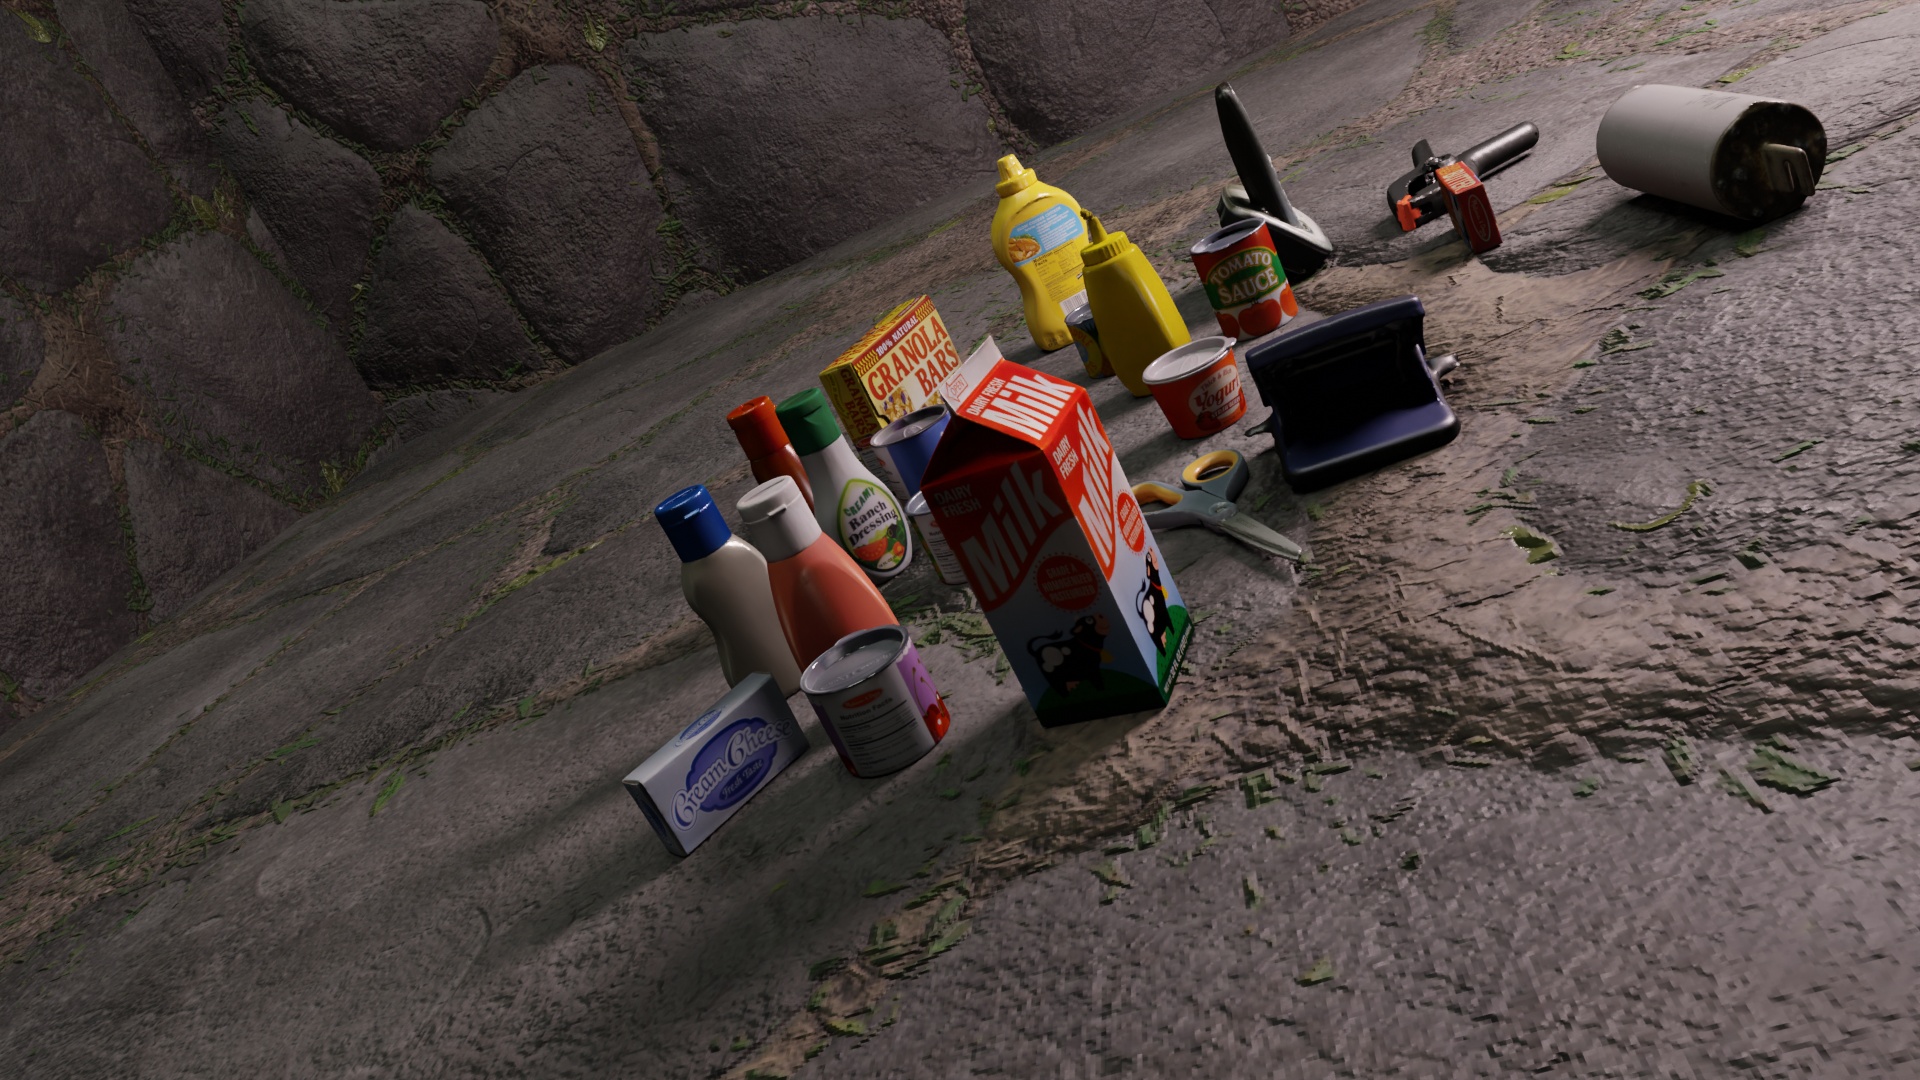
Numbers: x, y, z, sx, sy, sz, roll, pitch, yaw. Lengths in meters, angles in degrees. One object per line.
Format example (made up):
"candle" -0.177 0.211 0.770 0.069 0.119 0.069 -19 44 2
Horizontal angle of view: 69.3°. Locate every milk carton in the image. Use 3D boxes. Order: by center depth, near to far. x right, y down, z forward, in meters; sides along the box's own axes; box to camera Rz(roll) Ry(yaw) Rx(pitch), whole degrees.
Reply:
"milk carton" 0.043 -0.006 0.697 0.073 0.190 0.073 -15 22 30

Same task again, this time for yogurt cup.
"yogurt cup" 0.172 -0.109 1.006 0.072 0.053 0.072 -23 19 9

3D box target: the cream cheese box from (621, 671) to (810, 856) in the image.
"cream cheese box" -0.137 0.126 0.795 0.024 0.053 0.104 -3 30 49

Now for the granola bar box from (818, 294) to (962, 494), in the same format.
"granola bar box" -0.049 -0.132 1.243 0.039 0.124 0.166 -15 22 31

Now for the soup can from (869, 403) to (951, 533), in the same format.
"soup can" -0.019 -0.054 1.065 0.071 0.083 0.071 -24 19 9

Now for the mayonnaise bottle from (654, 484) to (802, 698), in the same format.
"mayonnaise bottle" -0.146 0.035 0.899 0.065 0.147 0.041 -32 19 -16

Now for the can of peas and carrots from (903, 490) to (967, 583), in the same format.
"can of peas and carrots" 0.003 -0.012 0.965 0.071 0.058 0.071 -24 19 9

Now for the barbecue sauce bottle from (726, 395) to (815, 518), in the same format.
"barbecue sauce bottle" -0.128 -0.039 1.066 0.044 0.148 0.065 -31 19 -12

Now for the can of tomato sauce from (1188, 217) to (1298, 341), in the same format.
"can of tomato sauce" 0.237 -0.216 1.157 0.071 0.083 0.071 -24 19 9

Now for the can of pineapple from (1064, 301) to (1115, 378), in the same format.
"can of pineapple" 0.133 -0.185 1.247 0.071 0.057 0.071 -24 19 9

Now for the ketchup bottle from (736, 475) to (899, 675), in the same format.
"ketchup bottle" -0.081 0.034 0.815 0.065 0.148 0.043 -30 19 -11

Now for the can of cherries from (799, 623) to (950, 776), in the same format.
"can of cherries" -0.046 0.087 0.771 0.071 0.058 0.072 -24 19 9

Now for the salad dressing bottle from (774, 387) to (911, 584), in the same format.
"salad dressing bottle" -0.087 -0.039 1.014 0.064 0.147 0.044 -36 21 -25

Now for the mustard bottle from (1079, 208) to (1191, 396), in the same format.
"mustard bottle" 0.135 -0.196 1.119 0.065 0.159 0.049 -15 22 32

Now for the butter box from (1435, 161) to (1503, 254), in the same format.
"butter box" 0.409 -0.270 1.119 0.024 0.053 0.104 -20 20 18
